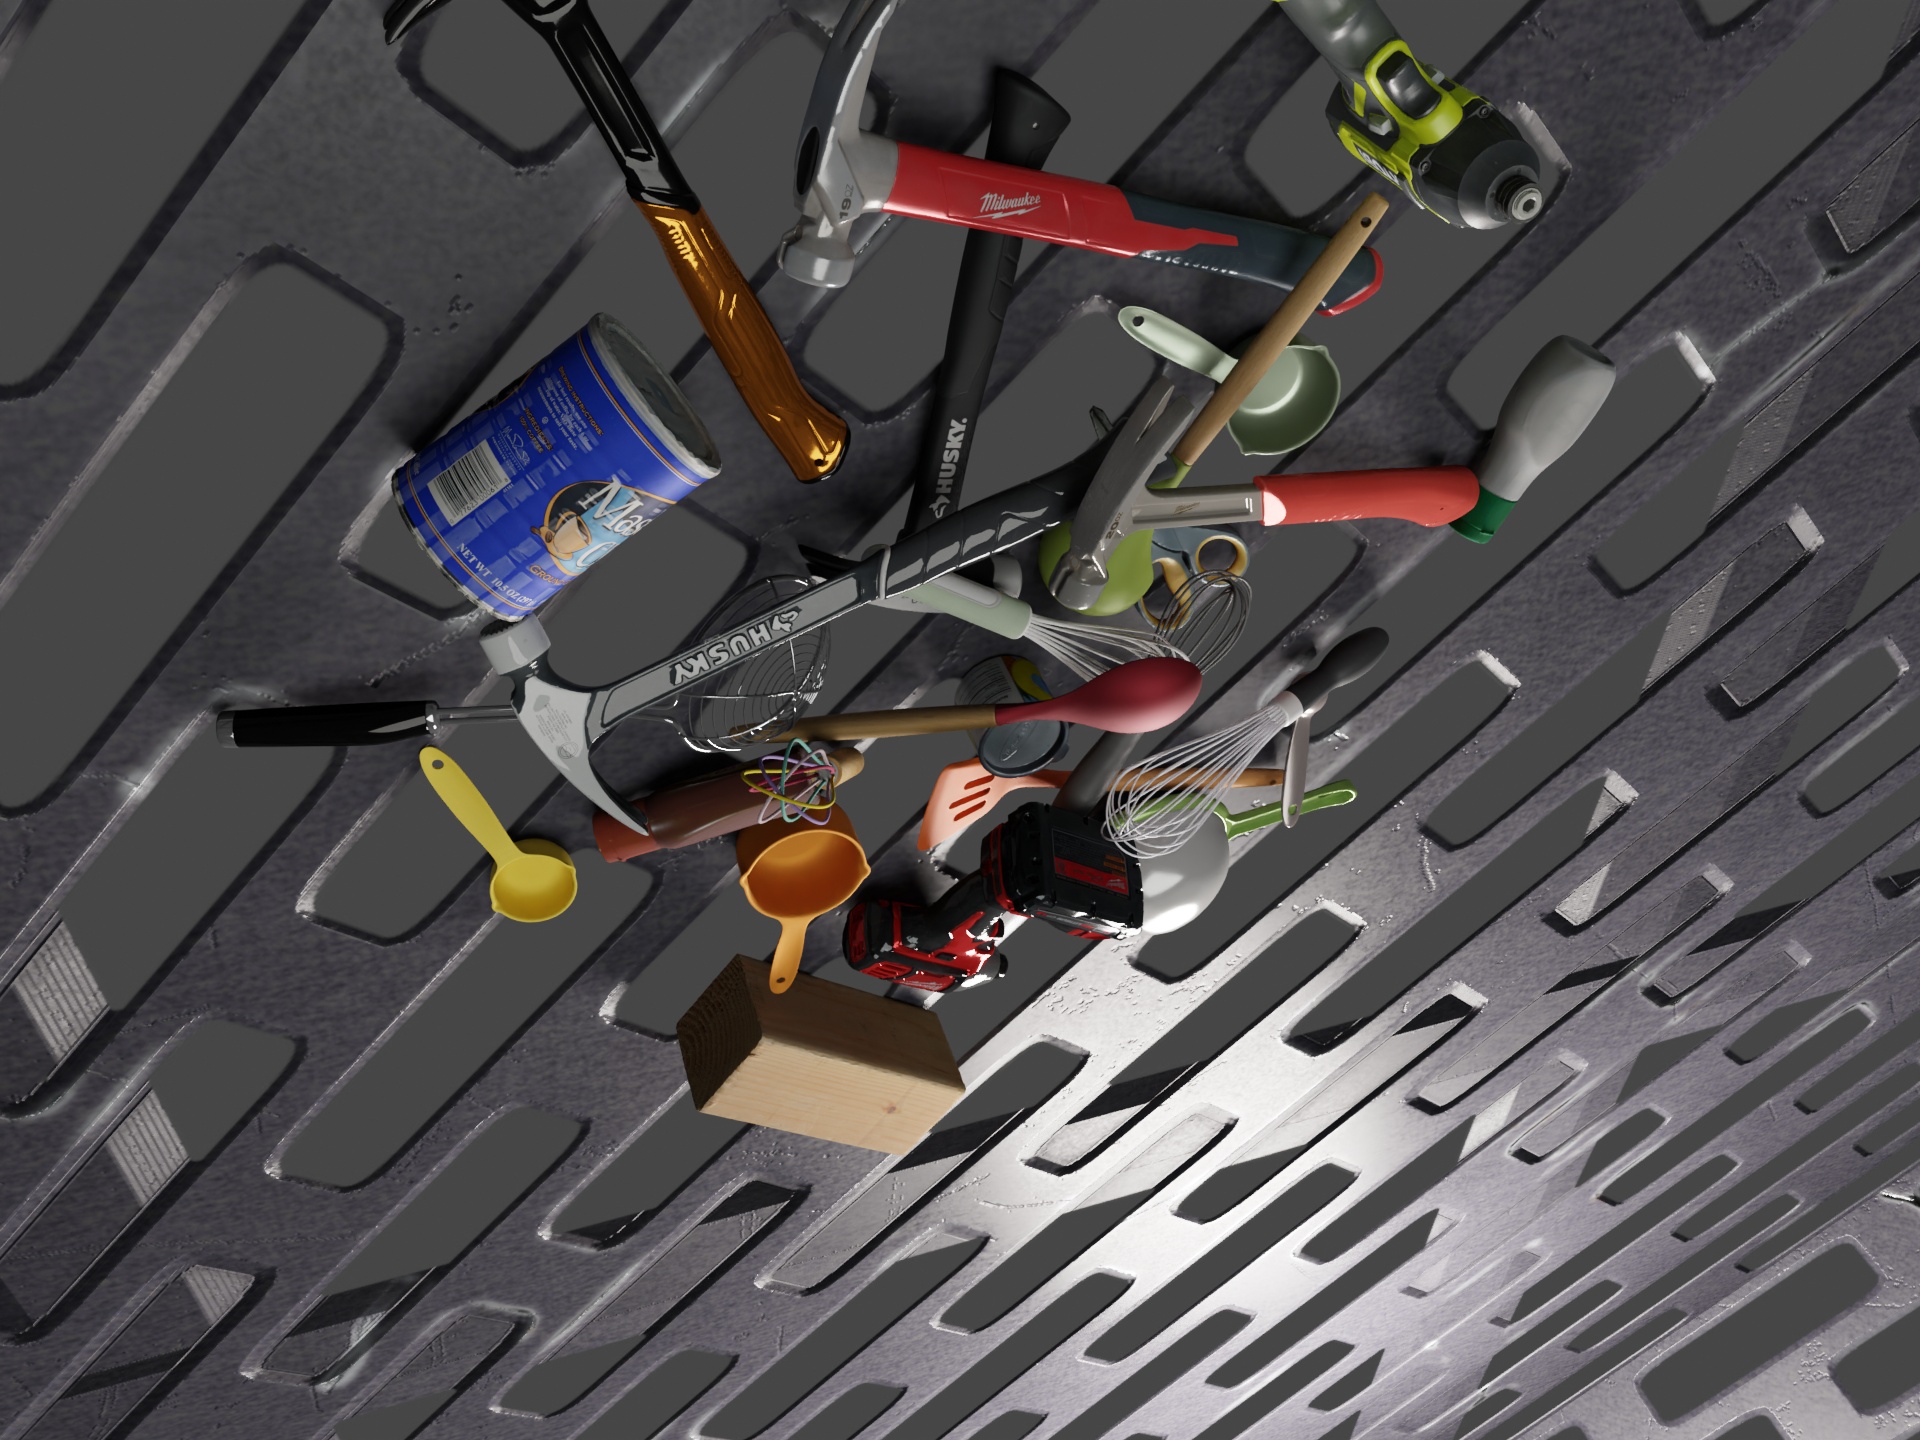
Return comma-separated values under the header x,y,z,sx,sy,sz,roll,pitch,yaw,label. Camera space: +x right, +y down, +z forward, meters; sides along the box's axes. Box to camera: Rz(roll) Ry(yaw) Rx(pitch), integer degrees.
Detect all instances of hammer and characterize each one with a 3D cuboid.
x,y,z,sx,sy,sz,roll,pitch,yaw,label
0.092,-0.284,0.859,0.386,0.038,0.143,-1,125,-33,hammer
0.216,-0.147,0.998,0.359,0.037,0.149,-10,142,-39,hammer
-0.149,-0.248,0.825,0.127,0.034,0.336,-29,135,2,hammer
-0.061,-0.072,0.930,0.409,0.036,0.149,-25,111,-4,hammer
-0.002,-0.206,0.926,0.146,0.035,0.334,-3,130,-22,hammer

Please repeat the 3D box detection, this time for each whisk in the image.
x,y,z,sx,sy,sz,roll,pitch,yaw,label
-0.092,0.032,0.996,0.047,0.245,0.051,-7,92,6,whisk
0.213,0.009,1.150,0.284,0.070,0.070,-34,138,-21,whisk
0.126,-0.009,1.115,0.055,0.055,0.239,16,120,-33,whisk
0.045,-0.061,1.009,0.246,0.058,0.059,20,136,-27,whisk

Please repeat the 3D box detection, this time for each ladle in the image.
x,y,z,sx,sy,sz,roll,pitch,yaw,label
-0.002,-0.003,1.030,0.315,0.031,0.069,-5,143,14,ladle
0.151,-0.185,0.967,0.078,0.062,0.320,30,122,-11,ladle

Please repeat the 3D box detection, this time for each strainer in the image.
x,y,z,sx,sy,sz,roll,pitch,yaw,label
0.204,0.111,1.254,0.256,0.069,0.151,-18,146,-8,strainer

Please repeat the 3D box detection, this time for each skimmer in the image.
x,y,z,sx,sy,sz,roll,pitch,yaw,label
-0.259,-0.025,0.979,0.363,0.090,0.127,-3,136,-8,skimmer

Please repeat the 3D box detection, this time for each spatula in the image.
x,y,z,sx,sy,sz,roll,pitch,yaw,label
0.115,0.052,1.201,0.322,0.041,0.081,0,129,-24,spatula

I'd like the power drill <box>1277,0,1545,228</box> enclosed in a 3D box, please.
x,y,z,sx,sy,sz,roll,pitch,yaw,label
0.206,-0.346,0.801,0.080,0.171,0.223,-42,129,15,power drill

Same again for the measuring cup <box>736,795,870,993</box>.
x,y,z,sx,sy,sz,roll,pitch,yaw,label
-0.125,0.125,1.155,0.095,0.052,0.173,-2,132,-22,measuring cup

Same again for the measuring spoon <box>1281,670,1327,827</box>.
x,y,z,sx,sy,sz,roll,pitch,yaw,label
0.264,0.024,1.222,0.034,0.018,0.124,-1,104,-26,measuring spoon

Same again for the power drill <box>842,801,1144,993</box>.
x,y,z,sx,sy,sz,roll,pitch,yaw,label
0.027,0.146,1.183,0.143,0.079,0.219,20,143,-34,power drill

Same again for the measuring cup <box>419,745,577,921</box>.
x,y,z,sx,sy,sz,roll,pitch,yaw,label
-0.309,0.070,1.051,0.062,0.029,0.156,-27,123,1,measuring cup

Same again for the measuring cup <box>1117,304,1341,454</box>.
x,y,z,sx,sy,sz,roll,pitch,yaw,label
0.160,-0.224,0.983,0.167,0.038,0.083,20,121,-28,measuring cup
